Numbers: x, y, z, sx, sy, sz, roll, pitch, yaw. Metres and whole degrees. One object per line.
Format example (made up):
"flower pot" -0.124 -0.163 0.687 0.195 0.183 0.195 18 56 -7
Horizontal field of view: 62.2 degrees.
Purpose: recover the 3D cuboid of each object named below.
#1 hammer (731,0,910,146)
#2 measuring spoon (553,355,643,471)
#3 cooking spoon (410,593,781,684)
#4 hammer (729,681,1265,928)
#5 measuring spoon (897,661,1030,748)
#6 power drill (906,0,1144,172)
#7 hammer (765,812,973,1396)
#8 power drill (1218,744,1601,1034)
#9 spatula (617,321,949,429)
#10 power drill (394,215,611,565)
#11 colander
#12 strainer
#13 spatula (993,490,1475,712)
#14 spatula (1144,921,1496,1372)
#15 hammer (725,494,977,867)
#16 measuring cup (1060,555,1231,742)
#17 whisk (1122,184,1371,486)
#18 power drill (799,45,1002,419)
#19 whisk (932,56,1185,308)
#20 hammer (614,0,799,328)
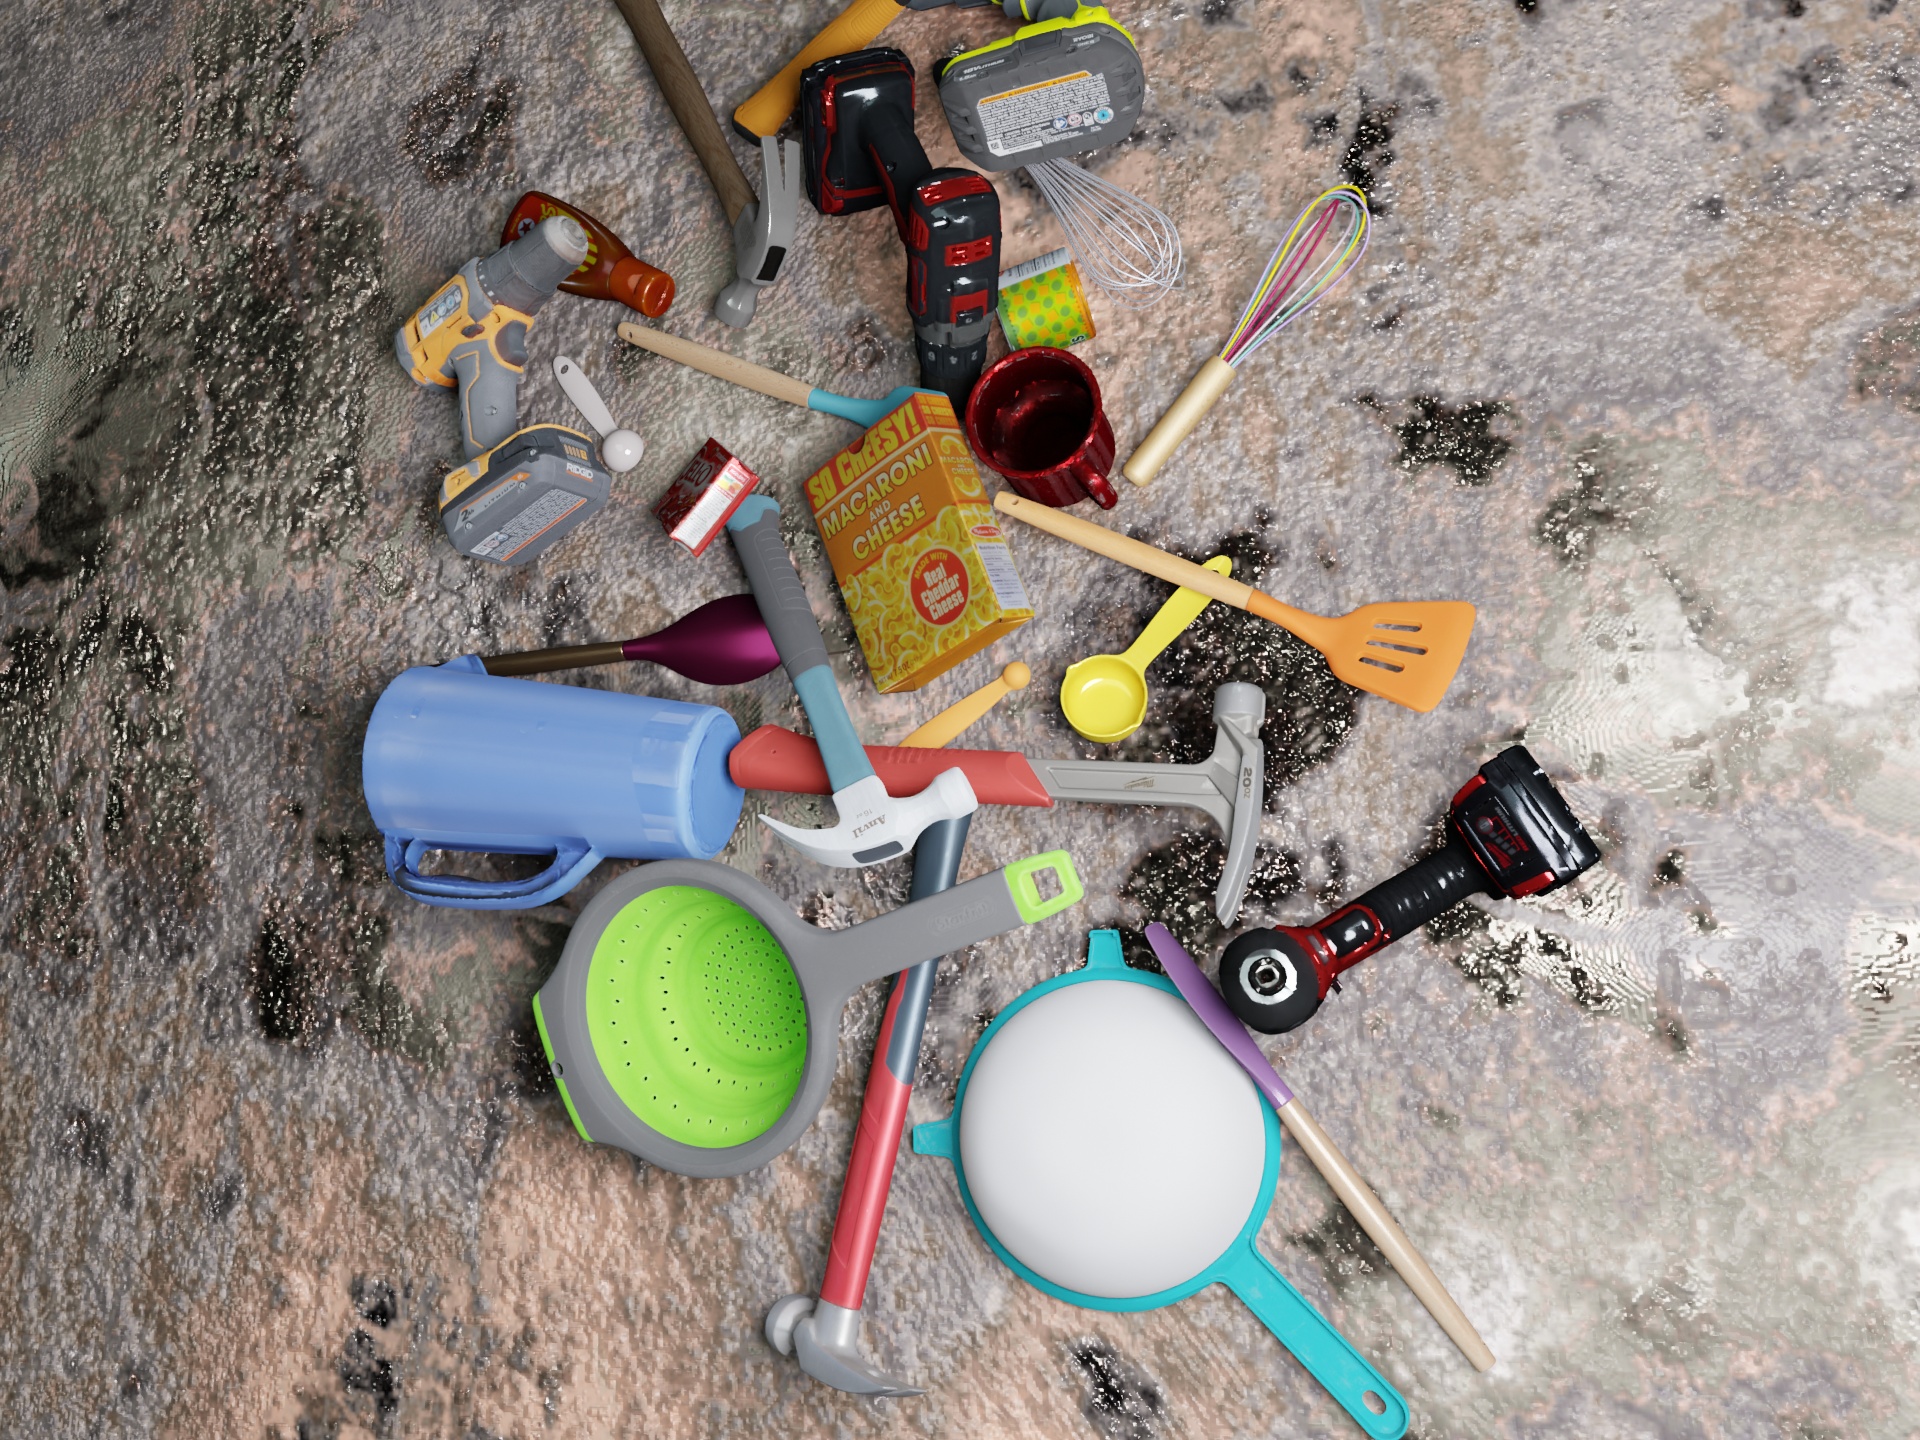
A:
"hammer" -0.052 -0.521 1.134 0.337 0.034 0.127 -25 50 40
"measuring spoon" -0.287 -0.242 1.233 0.034 0.018 0.124 -40 69 6
"cooking spoon" -0.272 -0.049 1.185 0.319 0.017 0.069 -6 76 16
"hammer" 0.012 0.045 1.017 0.359 0.036 0.149 2 67 23
"measuring spoon" -0.002 -0.003 1.094 0.117 0.011 0.021 -35 70 7
"power drill" 0.042 -0.500 1.132 0.190 0.080 0.229 -9 56 14
"hammer" -0.034 0.221 1.013 0.143 0.038 0.386 -5 68 55
"power drill" 0.249 0.109 0.923 0.219 0.143 0.079 -33 73 6
"spatula" -0.135 -0.245 1.172 0.318 0.044 0.082 23 119 23
"power drill" -0.334 -0.255 1.203 0.185 0.084 0.226 -30 68 26
"colander" -0.088 0.156 1.012 0.397 0.094 0.204 -24 85 24
"strainer" 0.127 0.295 0.944 0.341 0.095 0.211 43 93 22
"spatula" 0.167 -0.092 1.036 0.323 0.041 0.081 23 74 15
"spatula" 0.209 0.249 0.947 0.018 0.059 0.316 -41 78 17
"hammer" -0.102 -0.039 1.070 0.128 0.033 0.331 -28 53 3
"measuring cup" 0.129 -0.048 1.062 0.062 0.029 0.156 39 80 18
"whisk" 0.190 -0.261 1.076 0.051 0.047 0.245 41 95 20
"power drill" -0.036 -0.339 1.113 0.080 0.187 0.227 -18 56 -14
"whisk" 0.063 -0.394 1.139 0.070 0.070 0.285 -41 65 5
"hammer" -0.203 -0.467 1.228 0.130 0.031 0.332 -50 57 41
